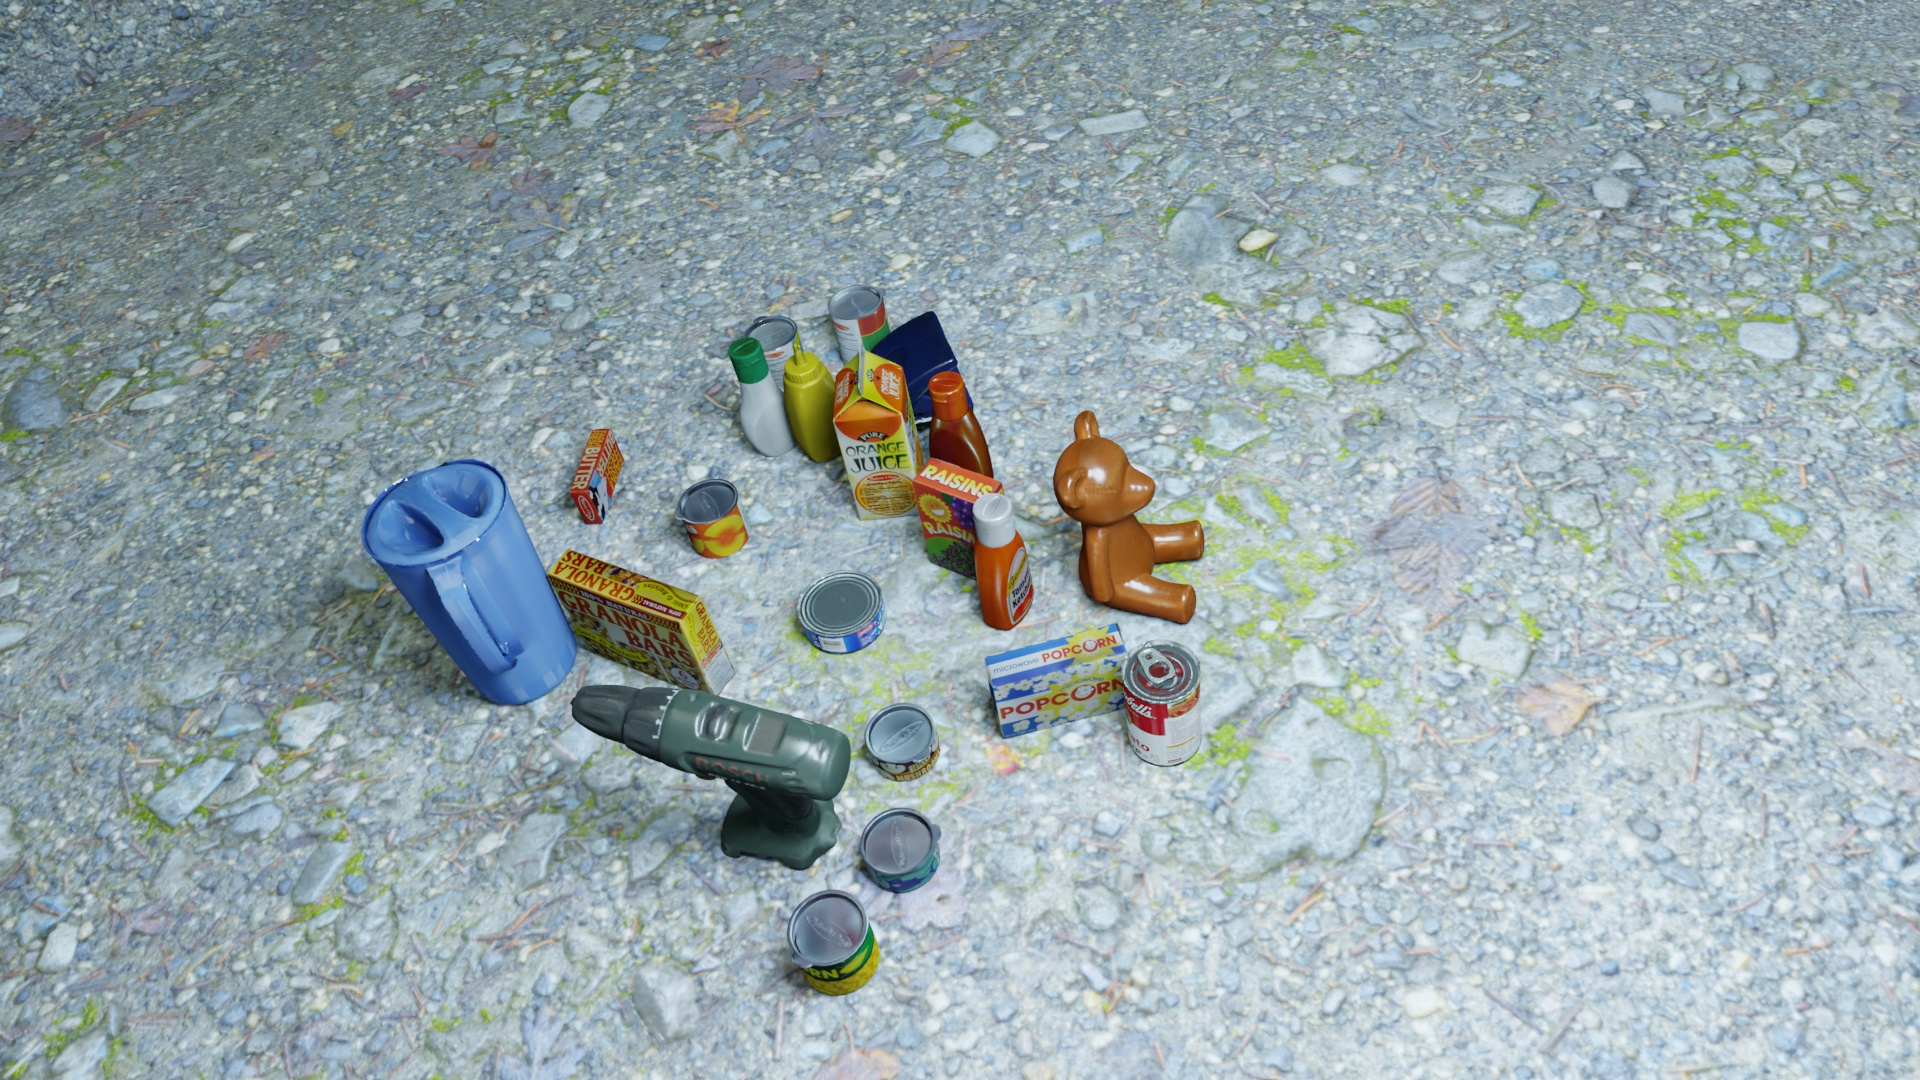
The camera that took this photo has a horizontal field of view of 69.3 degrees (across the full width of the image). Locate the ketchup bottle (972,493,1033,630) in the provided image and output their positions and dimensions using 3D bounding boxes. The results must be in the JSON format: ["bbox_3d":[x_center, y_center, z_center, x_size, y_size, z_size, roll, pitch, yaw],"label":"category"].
[{"bbox_3d":[0.038,0.018,1.329,0.043,0.148,0.065,16,53,24],"label":"ketchup bottle"}]

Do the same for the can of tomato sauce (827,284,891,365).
[{"bbox_3d":[-0.116,-0.253,1.654,0.071,0.082,0.071,-5,47,6],"label":"can of tomato sauce"}]

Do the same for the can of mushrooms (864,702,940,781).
[{"bbox_3d":[-0.051,0.186,1.270,0.071,0.033,0.071,-5,47,6],"label":"can of mushrooms"}]

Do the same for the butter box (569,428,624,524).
[{"bbox_3d":[-0.408,-0.073,1.563,0.024,0.052,0.104,-3,47,9],"label":"butter box"}]

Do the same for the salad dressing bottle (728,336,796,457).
[{"bbox_3d":[-0.221,-0.159,1.543,0.064,0.147,0.044,-35,51,-20],"label":"salad dressing bottle"}]

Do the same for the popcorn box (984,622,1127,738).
[{"bbox_3d":[0.089,0.128,1.261,0.127,0.084,0.038,-14,47,-3],"label":"popcorn box"}]

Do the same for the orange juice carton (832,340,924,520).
[{"bbox_3d":[-0.086,-0.113,1.444,0.073,0.191,0.072,-6,47,6],"label":"orange juice carton"}]

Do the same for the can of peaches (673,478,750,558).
[{"bbox_3d":[-0.265,-0.022,1.486,0.071,0.057,0.071,-5,47,6],"label":"can of peaches"}]

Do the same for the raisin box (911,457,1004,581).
[{"bbox_3d":[0.005,-0.017,1.386,0.086,0.122,0.040,21,55,27],"label":"raisin box"}]

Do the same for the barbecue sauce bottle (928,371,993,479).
[{"bbox_3d":[-0.005,-0.110,1.456,0.065,0.147,0.044,10,51,20],"label":"barbecue sauce bottle"}]

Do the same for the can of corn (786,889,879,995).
[{"bbox_3d":[-0.104,0.330,1.130,0.071,0.058,0.071,-5,47,6],"label":"can of corn"}]

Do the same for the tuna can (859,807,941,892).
[{"bbox_3d":[-0.049,0.266,1.196,0.071,0.032,0.071,-5,47,6],"label":"tuna can"}]

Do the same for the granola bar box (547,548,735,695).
[{"bbox_3d":[-0.311,0.082,1.353,0.165,0.123,0.039,17,53,24],"label":"granola bar box"}]

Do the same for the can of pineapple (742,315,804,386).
[{"bbox_3d":[-0.222,-0.229,1.669,0.071,0.057,0.071,-5,47,6],"label":"can of pineapple"}]

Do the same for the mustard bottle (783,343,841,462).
[{"bbox_3d":[-0.162,-0.158,1.522,0.065,0.159,0.049,-32,50,-18],"label":"mustard bottle"}]
